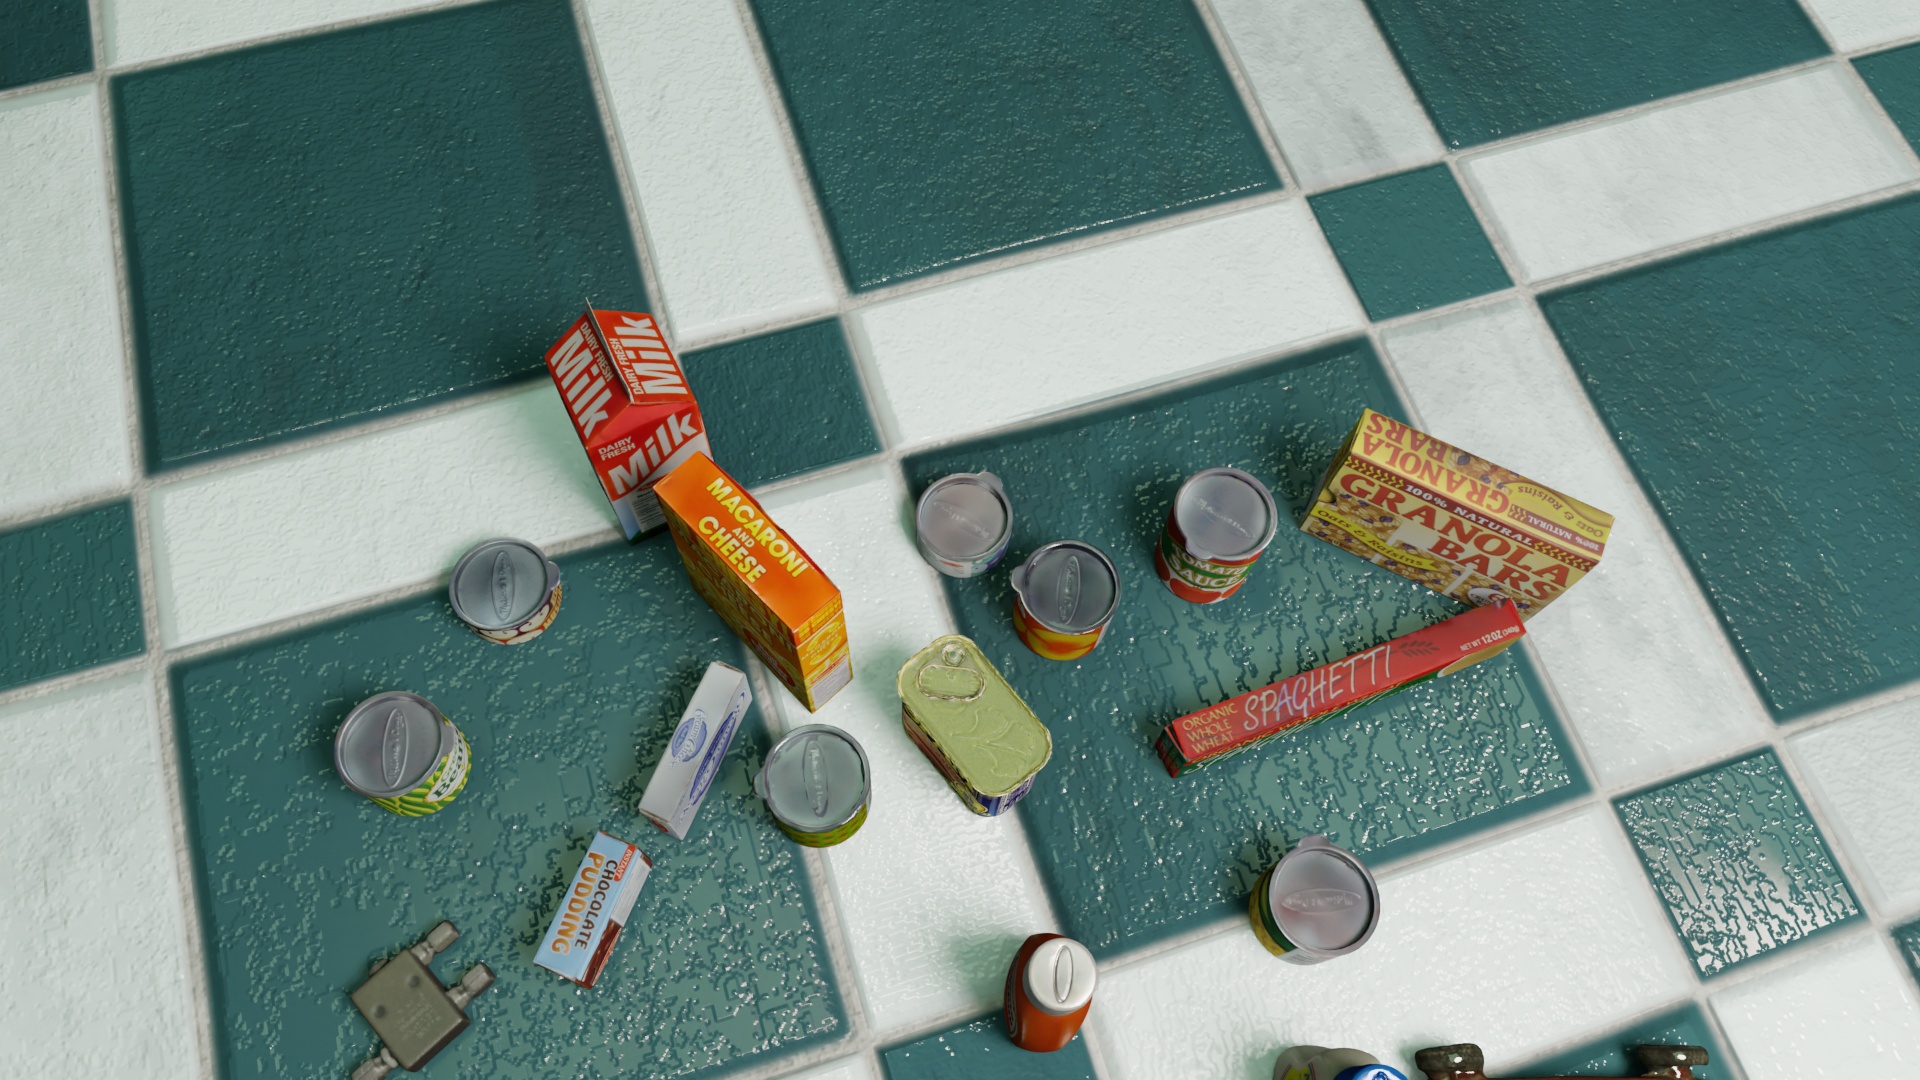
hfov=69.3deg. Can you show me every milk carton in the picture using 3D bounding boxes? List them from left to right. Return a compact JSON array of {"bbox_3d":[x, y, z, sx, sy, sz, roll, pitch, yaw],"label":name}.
[{"bbox_3d":[-0.206,-0.076,0.882,0.073,0.189,0.072,-25,70,-12],"label":"milk carton"}]

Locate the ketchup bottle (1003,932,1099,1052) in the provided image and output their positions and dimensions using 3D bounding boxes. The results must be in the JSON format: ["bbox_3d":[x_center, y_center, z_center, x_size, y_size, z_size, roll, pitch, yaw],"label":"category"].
[{"bbox_3d":[0.051,0.249,0.776,0.043,0.148,0.065,6,67,0],"label":"ketchup bottle"}]

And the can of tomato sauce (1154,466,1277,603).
[{"bbox_3d":[0.167,0.000,0.925,0.071,0.082,0.071,1,67,-2],"label":"can of tomato sauce"}]

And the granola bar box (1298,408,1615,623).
[{"bbox_3d":[0.320,-0.011,0.914,0.166,0.123,0.039,25,68,8],"label":"granola bar box"}]

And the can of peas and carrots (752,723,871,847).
[{"bbox_3d":[-0.090,0.154,0.860,0.071,0.058,0.071,1,67,-2],"label":"can of peas and carrots"}]

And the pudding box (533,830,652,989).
[{"bbox_3d":[-0.218,0.221,0.830,0.030,0.049,0.084,20,67,6],"label":"pudding box"}]

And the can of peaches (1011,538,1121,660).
[{"bbox_3d":[0.067,0.040,0.917,0.071,0.057,0.071,1,67,-2],"label":"can of peaches"}]

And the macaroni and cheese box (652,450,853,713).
[{"bbox_3d":[-0.123,0.029,0.854,0.040,0.165,0.124,-41,75,-17],"label":"macaroni and cheese box"}]

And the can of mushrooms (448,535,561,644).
[{"bbox_3d":[-0.297,0.033,0.916,0.071,0.033,0.071,1,67,-2],"label":"can of mushrooms"}]

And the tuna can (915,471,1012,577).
[{"bbox_3d":[0.003,-0.012,0.950,0.071,0.032,0.071,1,67,-2],"label":"tuna can"}]

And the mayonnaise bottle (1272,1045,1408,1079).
[{"bbox_3d":[0.207,0.307,0.758,0.041,0.147,0.065,2,67,-1],"label":"mayonnaise bottle"}]

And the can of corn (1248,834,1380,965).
[{"bbox_3d":[0.213,0.220,0.845,0.071,0.058,0.071,1,67,-2],"label":"can of corn"}]

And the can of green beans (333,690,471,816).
[{"bbox_3d":[-0.343,0.133,0.858,0.071,0.057,0.071,1,67,-2],"label":"can of green beans"}]

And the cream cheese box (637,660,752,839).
[{"bbox_3d":[-0.165,0.131,0.869,0.024,0.053,0.104,21,67,7],"label":"cream cheese box"}]

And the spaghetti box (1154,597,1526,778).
[{"bbox_3d":[0.247,0.096,0.905,0.250,0.050,0.029,-19,69,-10],"label":"spaghetti box"}]
